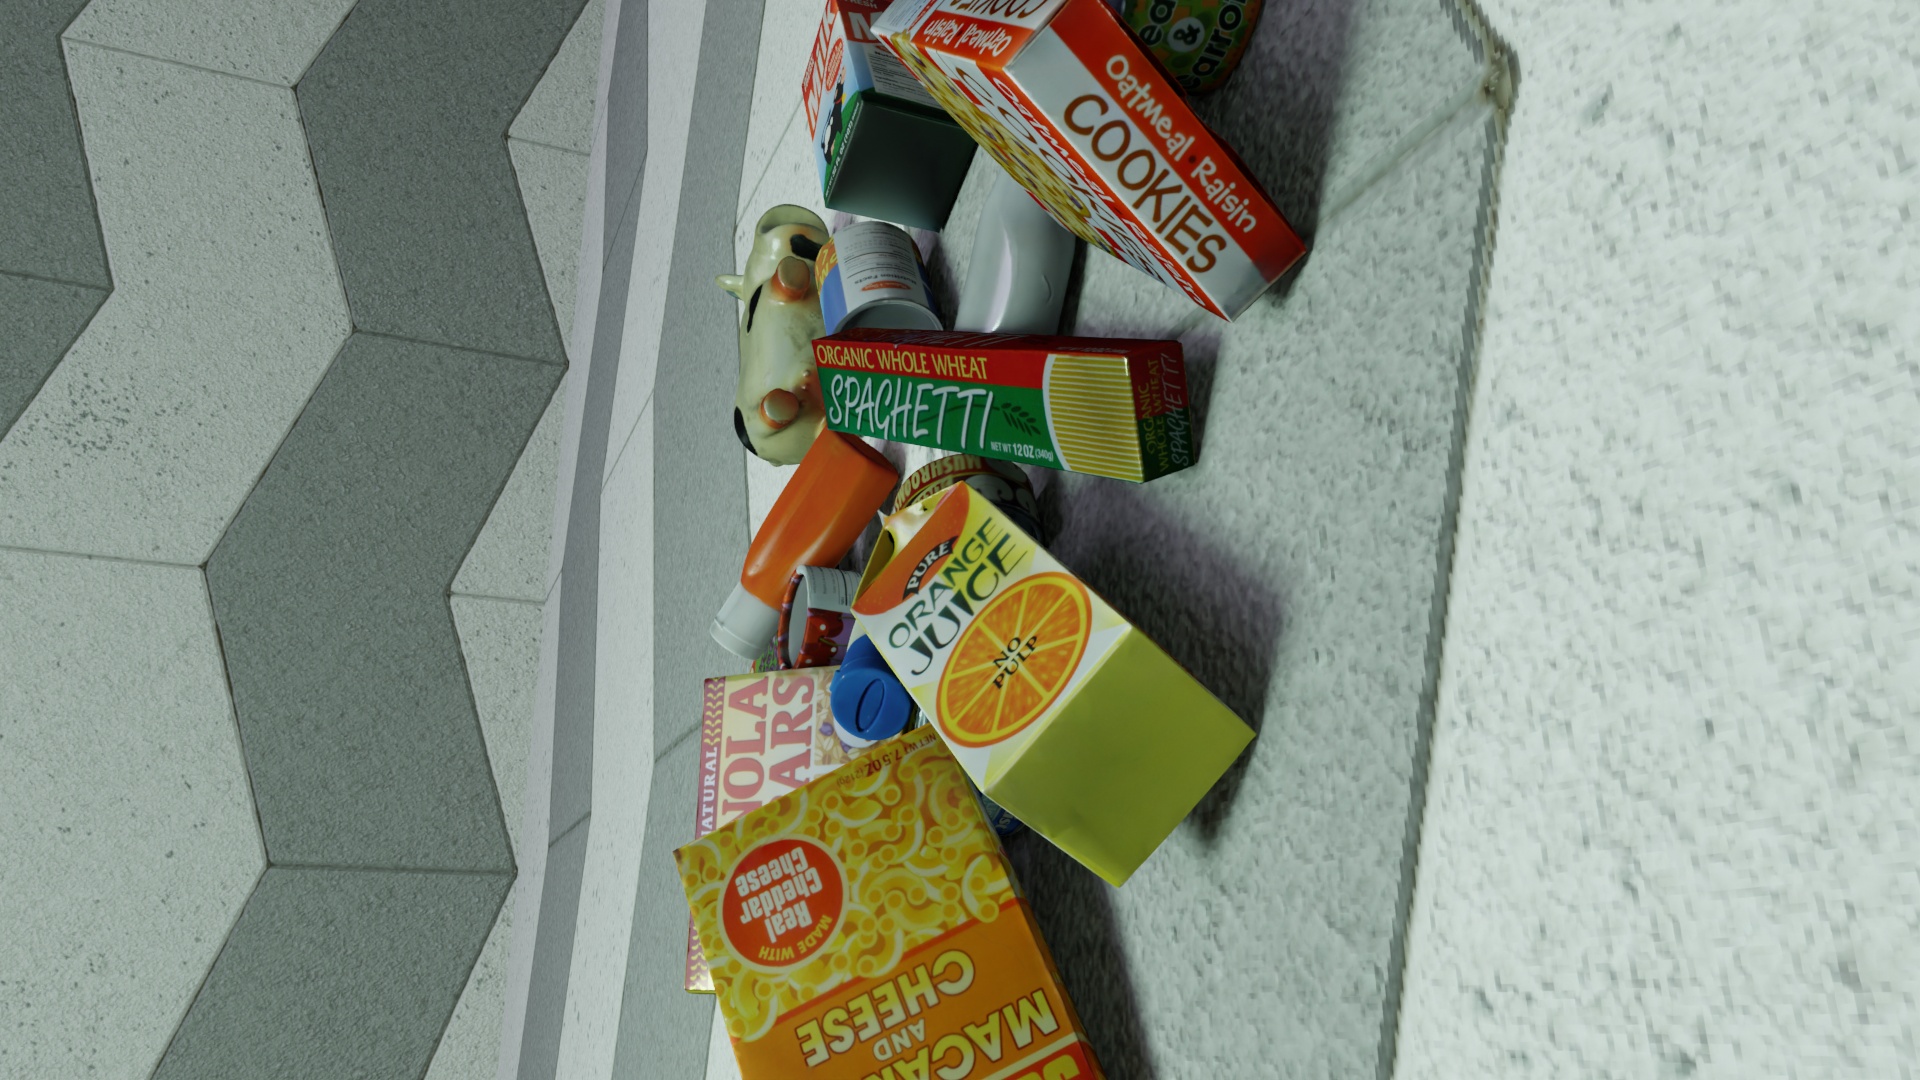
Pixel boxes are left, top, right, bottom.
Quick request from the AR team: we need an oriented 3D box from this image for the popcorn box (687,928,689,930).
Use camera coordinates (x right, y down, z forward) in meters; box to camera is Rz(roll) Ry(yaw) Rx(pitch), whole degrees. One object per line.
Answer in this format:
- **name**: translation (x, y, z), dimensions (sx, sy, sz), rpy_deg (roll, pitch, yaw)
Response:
- **popcorn box**: translation (-0.113, 0.257, 0.807), dimensions (0.085, 0.038, 0.126), rpy_deg (60, 159, -2)

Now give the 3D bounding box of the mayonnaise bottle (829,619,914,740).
- **mayonnaise bottle**: translation (-0.030, 0.043, 0.663), dimensions (0.149, 0.041, 0.064), rpy_deg (-73, 3, -66)

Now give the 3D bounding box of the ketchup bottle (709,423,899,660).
- **ketchup bottle**: translation (-0.099, 0.003, 0.847), dimensions (0.148, 0.043, 0.065), rpy_deg (-55, 41, 7)

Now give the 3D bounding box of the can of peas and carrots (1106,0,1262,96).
- **can of peas and carrots**: translation (0.076, -0.210, 0.536), dimensions (0.071, 0.059, 0.071), rpy_deg (-172, 89, -67)

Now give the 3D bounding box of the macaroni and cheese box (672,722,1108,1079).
- **macaroni and cheese box**: translation (-0.027, 0.171, 0.537), dimensions (0.167, 0.124, 0.040), rpy_deg (63, 180, 32)

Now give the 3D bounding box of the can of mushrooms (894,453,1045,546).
- **can of mushrooms**: translation (0.002, -0.008, 0.634), dimensions (0.070, 0.071, 0.033), rpy_deg (120, 151, -43)

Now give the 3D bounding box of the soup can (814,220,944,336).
- **soup can**: translation (-0.048, -0.135, 0.809), dimensions (0.084, 0.071, 0.071), rpy_deg (-105, 31, -45)

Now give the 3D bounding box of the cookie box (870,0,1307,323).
- **cookie box**: translation (0.042, -0.154, 0.516), dimensions (0.040, 0.122, 0.168), rpy_deg (-47, 29, 6)

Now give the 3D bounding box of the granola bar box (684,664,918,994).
- **granola bar box**: translation (-0.078, 0.150, 0.722), dimensions (0.124, 0.039, 0.166), rpy_deg (-8, 70, 22)

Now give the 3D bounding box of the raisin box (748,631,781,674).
- **raisin box**: translation (-0.120, 0.120, 0.933), dimensions (0.086, 0.040, 0.122), rpy_deg (-109, 34, -47)

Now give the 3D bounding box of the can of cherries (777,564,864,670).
- **can of cherries**: translation (-0.071, 0.052, 0.808), dimensions (0.071, 0.058, 0.071), rpy_deg (-171, 89, -68)

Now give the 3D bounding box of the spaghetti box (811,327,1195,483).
- **spaghetti box**: translation (0.006, -0.065, 0.611), dimensions (0.250, 0.029, 0.050), rpy_deg (15, 118, 55)

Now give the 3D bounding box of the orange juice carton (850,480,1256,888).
- **orange juice carton**: translation (0.020, 0.040, 0.531), dimensions (0.073, 0.071, 0.193), rpy_deg (-49, 29, 2)

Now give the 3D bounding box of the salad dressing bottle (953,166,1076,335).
- **salad dressing bottle**: translation (0.032, -0.150, 0.646), dimensions (0.064, 0.044, 0.147), rpy_deg (-145, 66, -66)

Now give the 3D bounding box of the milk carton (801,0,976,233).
- **milk carton**: translation (-0.049, -0.275, 0.850), dimensions (0.191, 0.073, 0.072), rpy_deg (-104, 30, -43)
